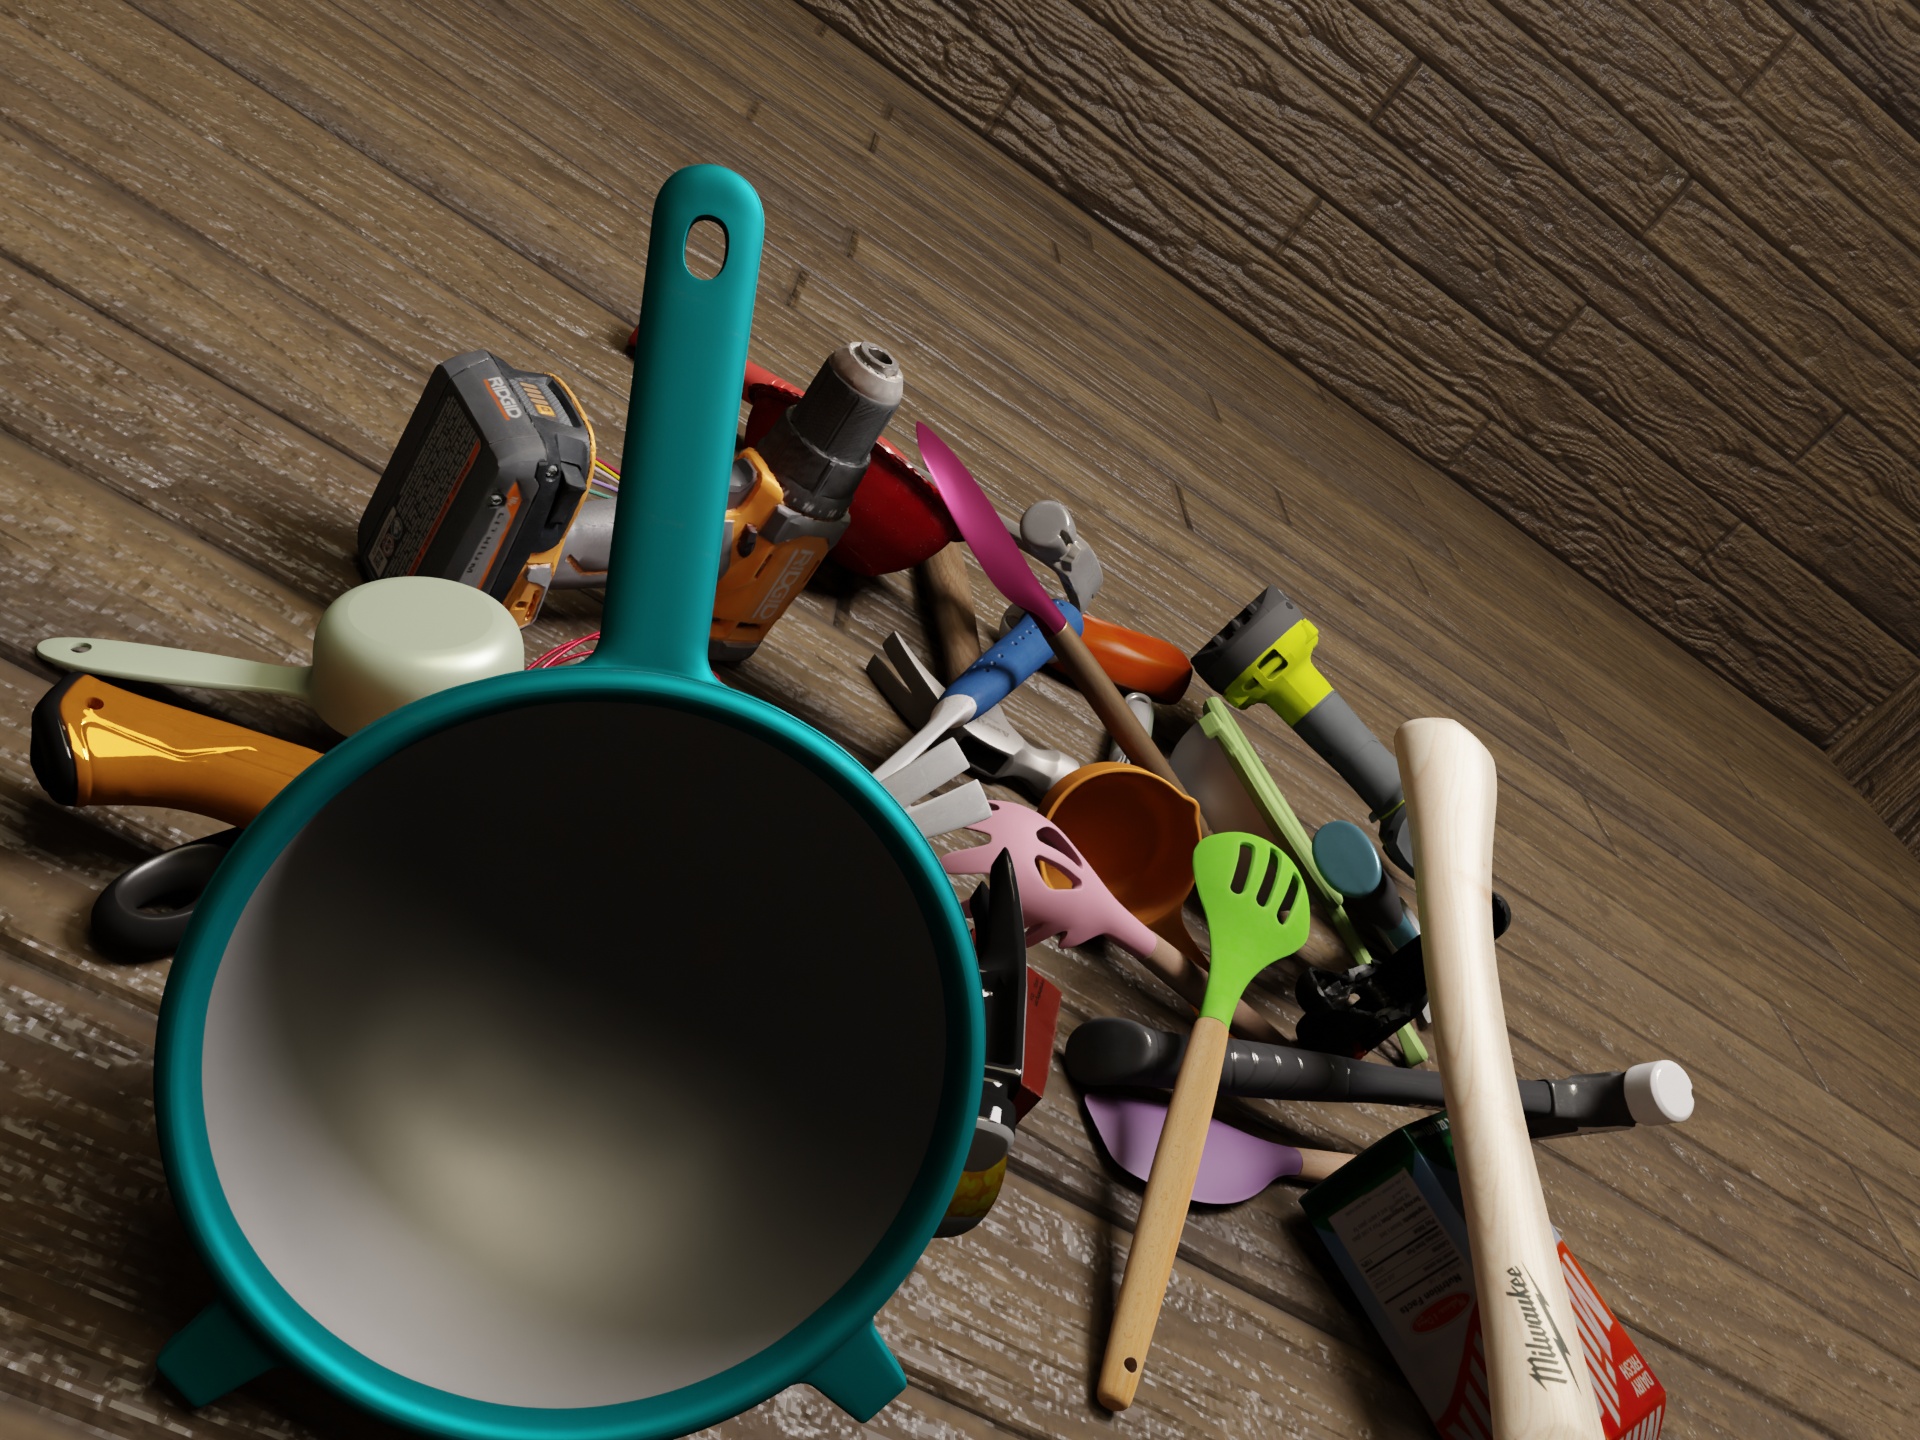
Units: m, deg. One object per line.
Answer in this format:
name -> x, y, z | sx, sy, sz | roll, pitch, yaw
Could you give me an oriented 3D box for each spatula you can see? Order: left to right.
spatula -> 0.186, 0.229, 0.808 | 0.315, 0.018, 0.060 | 18, 28, -35

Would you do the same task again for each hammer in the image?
hammer -> -0.133, 0.050, 0.541 | 0.336, 0.034, 0.127 | 20, 40, -13
hammer -> -0.067, -0.178, 1.037 | 0.359, 0.037, 0.149 | 32, -5, 17
hammer -> -0.008, -0.075, 1.038 | 0.130, 0.031, 0.332 | 27, 27, -25
hammer -> -0.001, -0.003, 0.798 | 0.035, 0.144, 0.405 | 64, 24, -8
hammer -> 0.202, 0.186, 0.816 | 0.334, 0.146, 0.035 | 12, 66, -25
hammer -> 0.248, 0.108, 0.943 | 0.128, 0.033, 0.330 | 61, 11, 23
hammer -> 0.227, 0.174, 0.714 | 0.146, 0.038, 0.411 | 6, 55, -6

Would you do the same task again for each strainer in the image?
strainer -> -0.096, 0.024, 0.451 | 0.211, 0.340, 0.095 | 7, 3, -14
strainer -> 0.196, 0.110, 0.983 | 0.256, 0.069, 0.151 | 60, 10, 4

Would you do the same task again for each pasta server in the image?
pasta server -> 0.094, 0.119, 0.772 | 0.315, 0.040, 0.060 | 40, 46, -44

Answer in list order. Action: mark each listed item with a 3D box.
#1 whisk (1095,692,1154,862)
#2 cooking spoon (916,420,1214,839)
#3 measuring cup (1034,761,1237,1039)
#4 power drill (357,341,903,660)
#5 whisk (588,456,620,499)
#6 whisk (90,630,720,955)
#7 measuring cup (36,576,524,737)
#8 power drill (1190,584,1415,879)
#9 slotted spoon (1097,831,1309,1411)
whisk -> 0.104, 0.029, 1.001 | 0.058, 0.059, 0.246 | 12, 21, 5
cooking spoon -> 0.062, -0.032, 0.845 | 0.318, 0.017, 0.069 | 52, 18, -33
measuring cup -> 0.103, 0.101, 0.863 | 0.173, 0.095, 0.052 | 59, -2, -10
power drill -> -0.140, -0.110, 0.745 | 0.226, 0.185, 0.084 | 0, 47, -49
whisk -> -0.159, -0.111, 0.877 | 0.051, 0.047, 0.244 | 28, 12, 35
whisk -> -0.191, 0.023, 0.606 | 0.073, 0.073, 0.296 | 44, 32, 10
measuring cup -> -0.243, -0.029, 0.578 | 0.167, 0.038, 0.083 | 6, 32, -16
power drill -> 0.269, 0.018, 1.108 | 0.228, 0.080, 0.190 | 48, 8, 8
slotted spoon -> 0.108, 0.157, 0.706 | 0.070, 0.031, 0.314 | 32, 45, -5
